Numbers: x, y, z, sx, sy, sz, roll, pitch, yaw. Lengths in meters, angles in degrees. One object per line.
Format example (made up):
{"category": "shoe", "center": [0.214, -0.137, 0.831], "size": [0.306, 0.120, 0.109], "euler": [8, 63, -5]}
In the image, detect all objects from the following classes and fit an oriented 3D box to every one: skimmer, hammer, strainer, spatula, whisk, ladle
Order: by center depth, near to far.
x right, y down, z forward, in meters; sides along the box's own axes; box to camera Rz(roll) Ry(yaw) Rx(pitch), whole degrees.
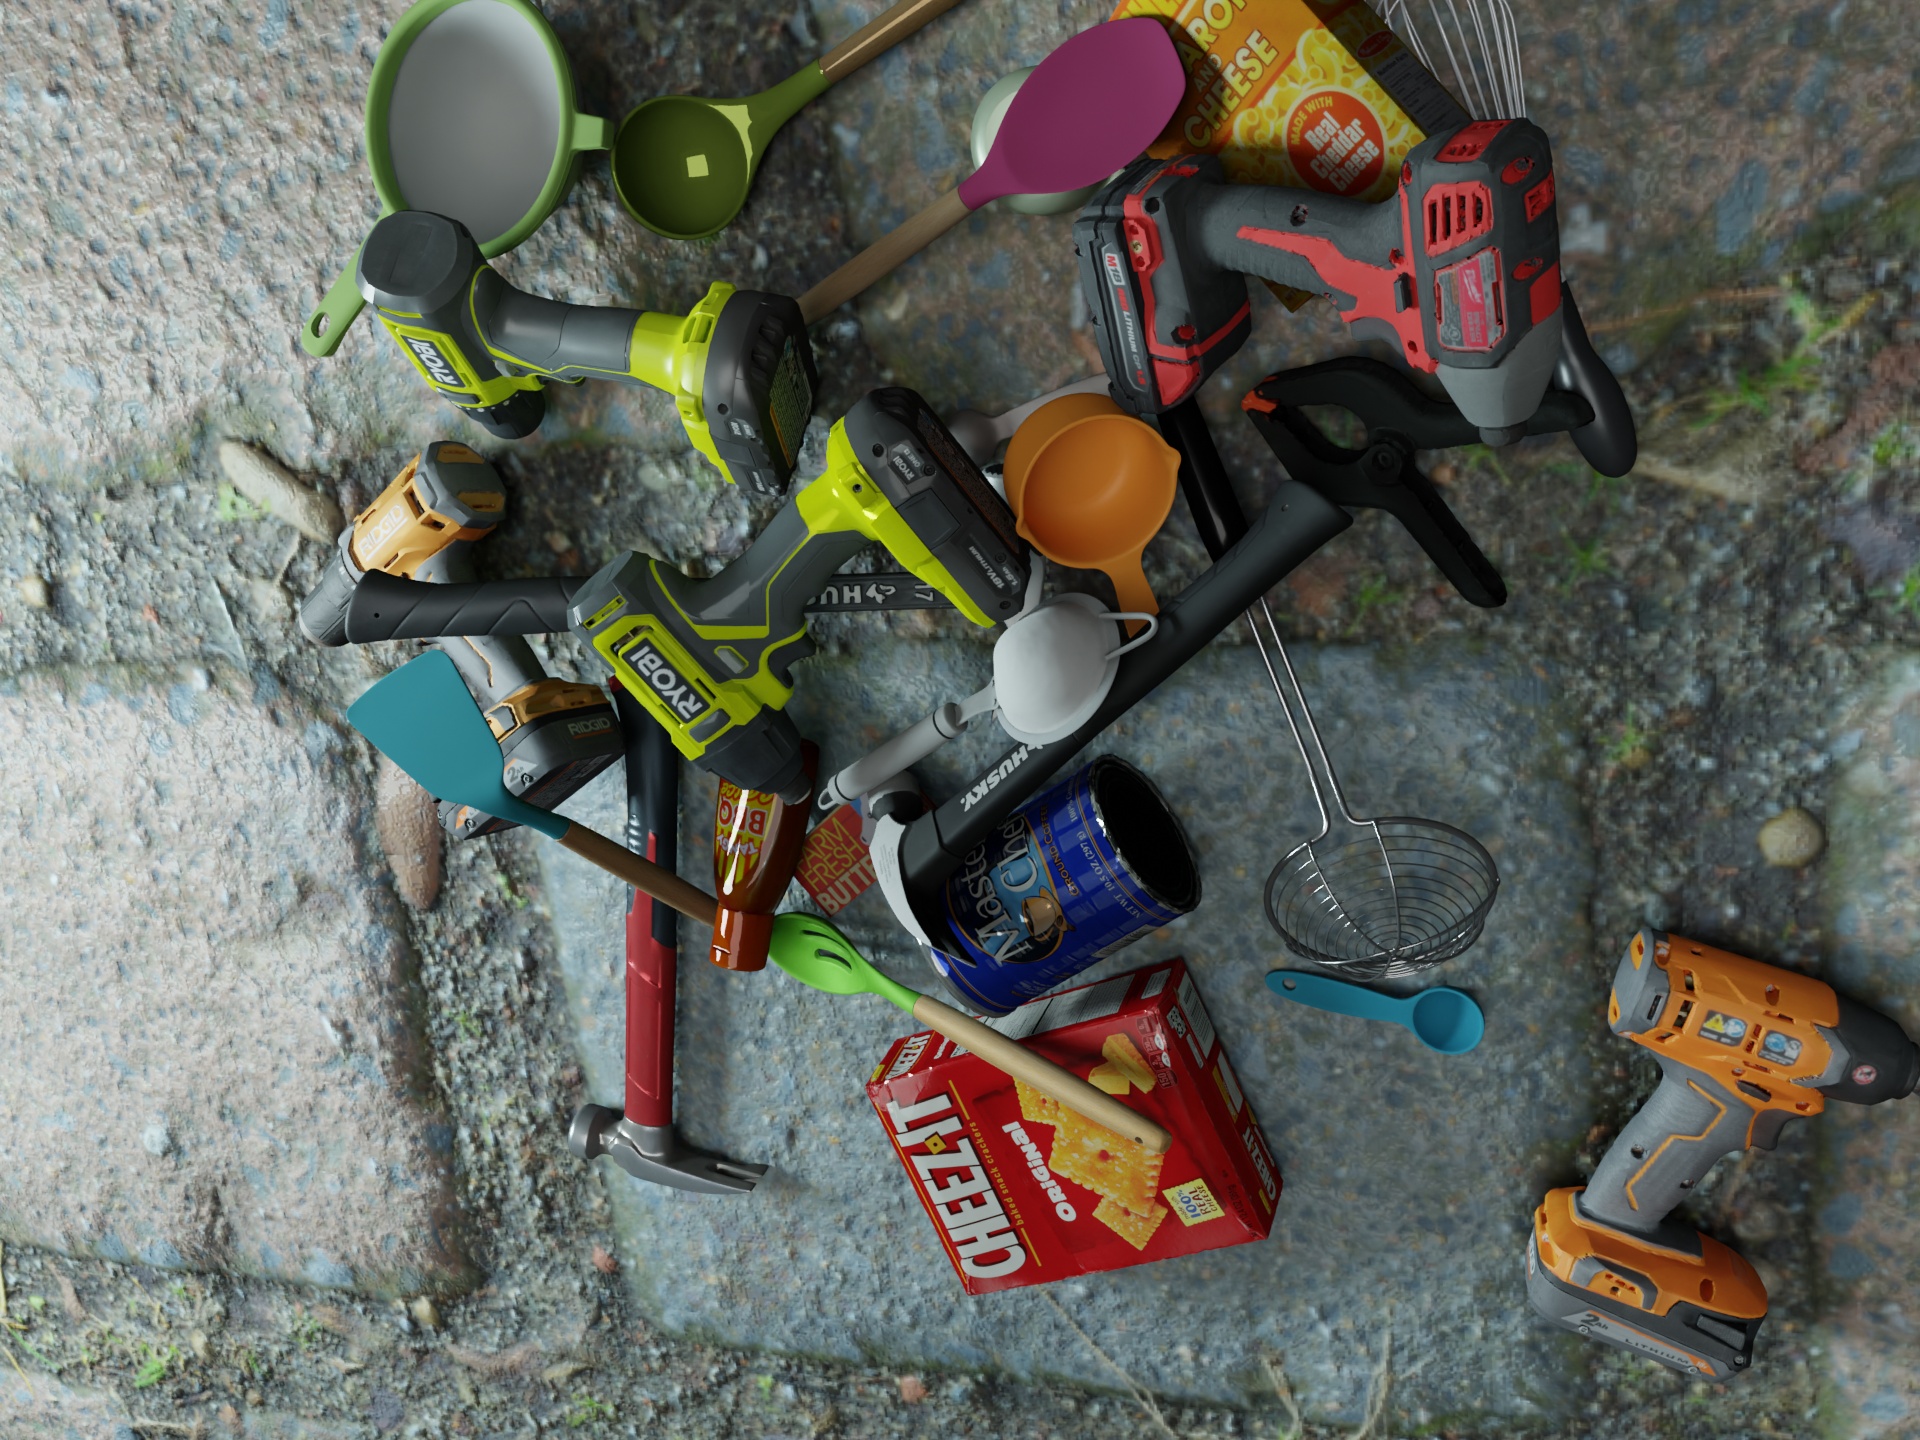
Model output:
{"category": "whisk", "center": [0.266, -0.245, 0.771], "size": [0.070, 0.070, 0.284], "euler": [-22, 103, 24]}
{"category": "ladle", "center": [-0.052, -0.357, 0.844], "size": [0.320, 0.062, 0.078], "euler": [-25, 111, 22]}
{"category": "hammer", "center": [0.074, -0.005, 0.852], "size": [0.035, 0.146, 0.334], "euler": [30, 119, -35]}
{"category": "strainer", "center": [-0.001, -0.003, 0.882], "size": [0.050, 0.087, 0.258], "euler": [21, 141, -37]}
{"category": "skimmer", "center": [0.186, -0.023, 0.886], "size": [0.127, 0.090, 0.363], "euler": [-22, 89, 23]}
{"category": "hammer", "center": [-0.154, -0.067, 0.926], "size": [0.409, 0.036, 0.149], "euler": [-2, 111, 2]}
{"category": "strainer", "center": [-0.298, -0.305, 0.934], "size": [0.256, 0.069, 0.151], "euler": [-42, 79, 26]}
{"category": "spatula", "center": [-0.221, 0.067, 0.967], "size": [0.082, 0.044, 0.317], "euler": [-30, 135, 23]}
{"category": "hammer", "center": [-0.194, 0.142, 1.069], "size": [0.143, 0.038, 0.386], "euler": [10, 111, 15]}

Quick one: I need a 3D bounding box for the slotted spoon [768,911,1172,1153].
{"category": "slotted spoon", "center": [-0.004, 0.184, 0.960], "size": [0.314, 0.031, 0.070], "euler": [22, 138, 36]}

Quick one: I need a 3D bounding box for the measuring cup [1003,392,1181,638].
{"category": "measuring cup", "center": [0.081, -0.102, 0.881], "size": [0.095, 0.052, 0.173], "euler": [-25, 127, 0]}

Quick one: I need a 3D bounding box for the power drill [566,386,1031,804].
{"category": "power drill", "center": [-0.078, -0.061, 0.870], "size": [0.223, 0.080, 0.171], "euler": [-34, 113, 17]}

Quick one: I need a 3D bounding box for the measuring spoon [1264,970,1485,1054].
{"category": "measuring spoon", "center": [0.244, 0.163, 0.937], "size": [0.129, 0.021, 0.042], "euler": [10, 112, 26]}

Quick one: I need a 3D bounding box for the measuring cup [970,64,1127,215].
{"category": "measuring cup", "center": [0.079, -0.280, 0.831], "size": [0.167, 0.038, 0.083], "euler": [35, 115, 8]}

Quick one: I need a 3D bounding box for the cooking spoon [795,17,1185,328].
{"category": "cooking spoon", "center": [-0.015, -0.266, 0.848], "size": [0.319, 0.017, 0.069], "euler": [-24, 89, 36]}

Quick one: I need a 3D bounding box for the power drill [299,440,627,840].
{"category": "power drill", "center": [-0.331, -0.038, 1.021], "size": [0.185, 0.084, 0.226], "euler": [-34, 80, 29]}

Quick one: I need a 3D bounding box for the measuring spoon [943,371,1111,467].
{"category": "measuring spoon", "center": [0.042, -0.171, 0.892], "size": [0.124, 0.018, 0.034], "euler": [-16, 102, 22]}

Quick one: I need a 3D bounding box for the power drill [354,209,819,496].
{"category": "power drill", "center": [-0.203, -0.197, 0.900], "size": [0.228, 0.190, 0.080], "euler": [13, 75, 6]}

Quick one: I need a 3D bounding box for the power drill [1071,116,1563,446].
{"category": "power drill", "center": [0.171, -0.199, 0.747], "size": [0.220, 0.078, 0.143], "euler": [11, 134, 38]}

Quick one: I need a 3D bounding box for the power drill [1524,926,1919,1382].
{"category": "power drill", "center": [0.415, 0.239, 0.865], "size": [0.164, 0.084, 0.226], "euler": [17, 109, 13]}
